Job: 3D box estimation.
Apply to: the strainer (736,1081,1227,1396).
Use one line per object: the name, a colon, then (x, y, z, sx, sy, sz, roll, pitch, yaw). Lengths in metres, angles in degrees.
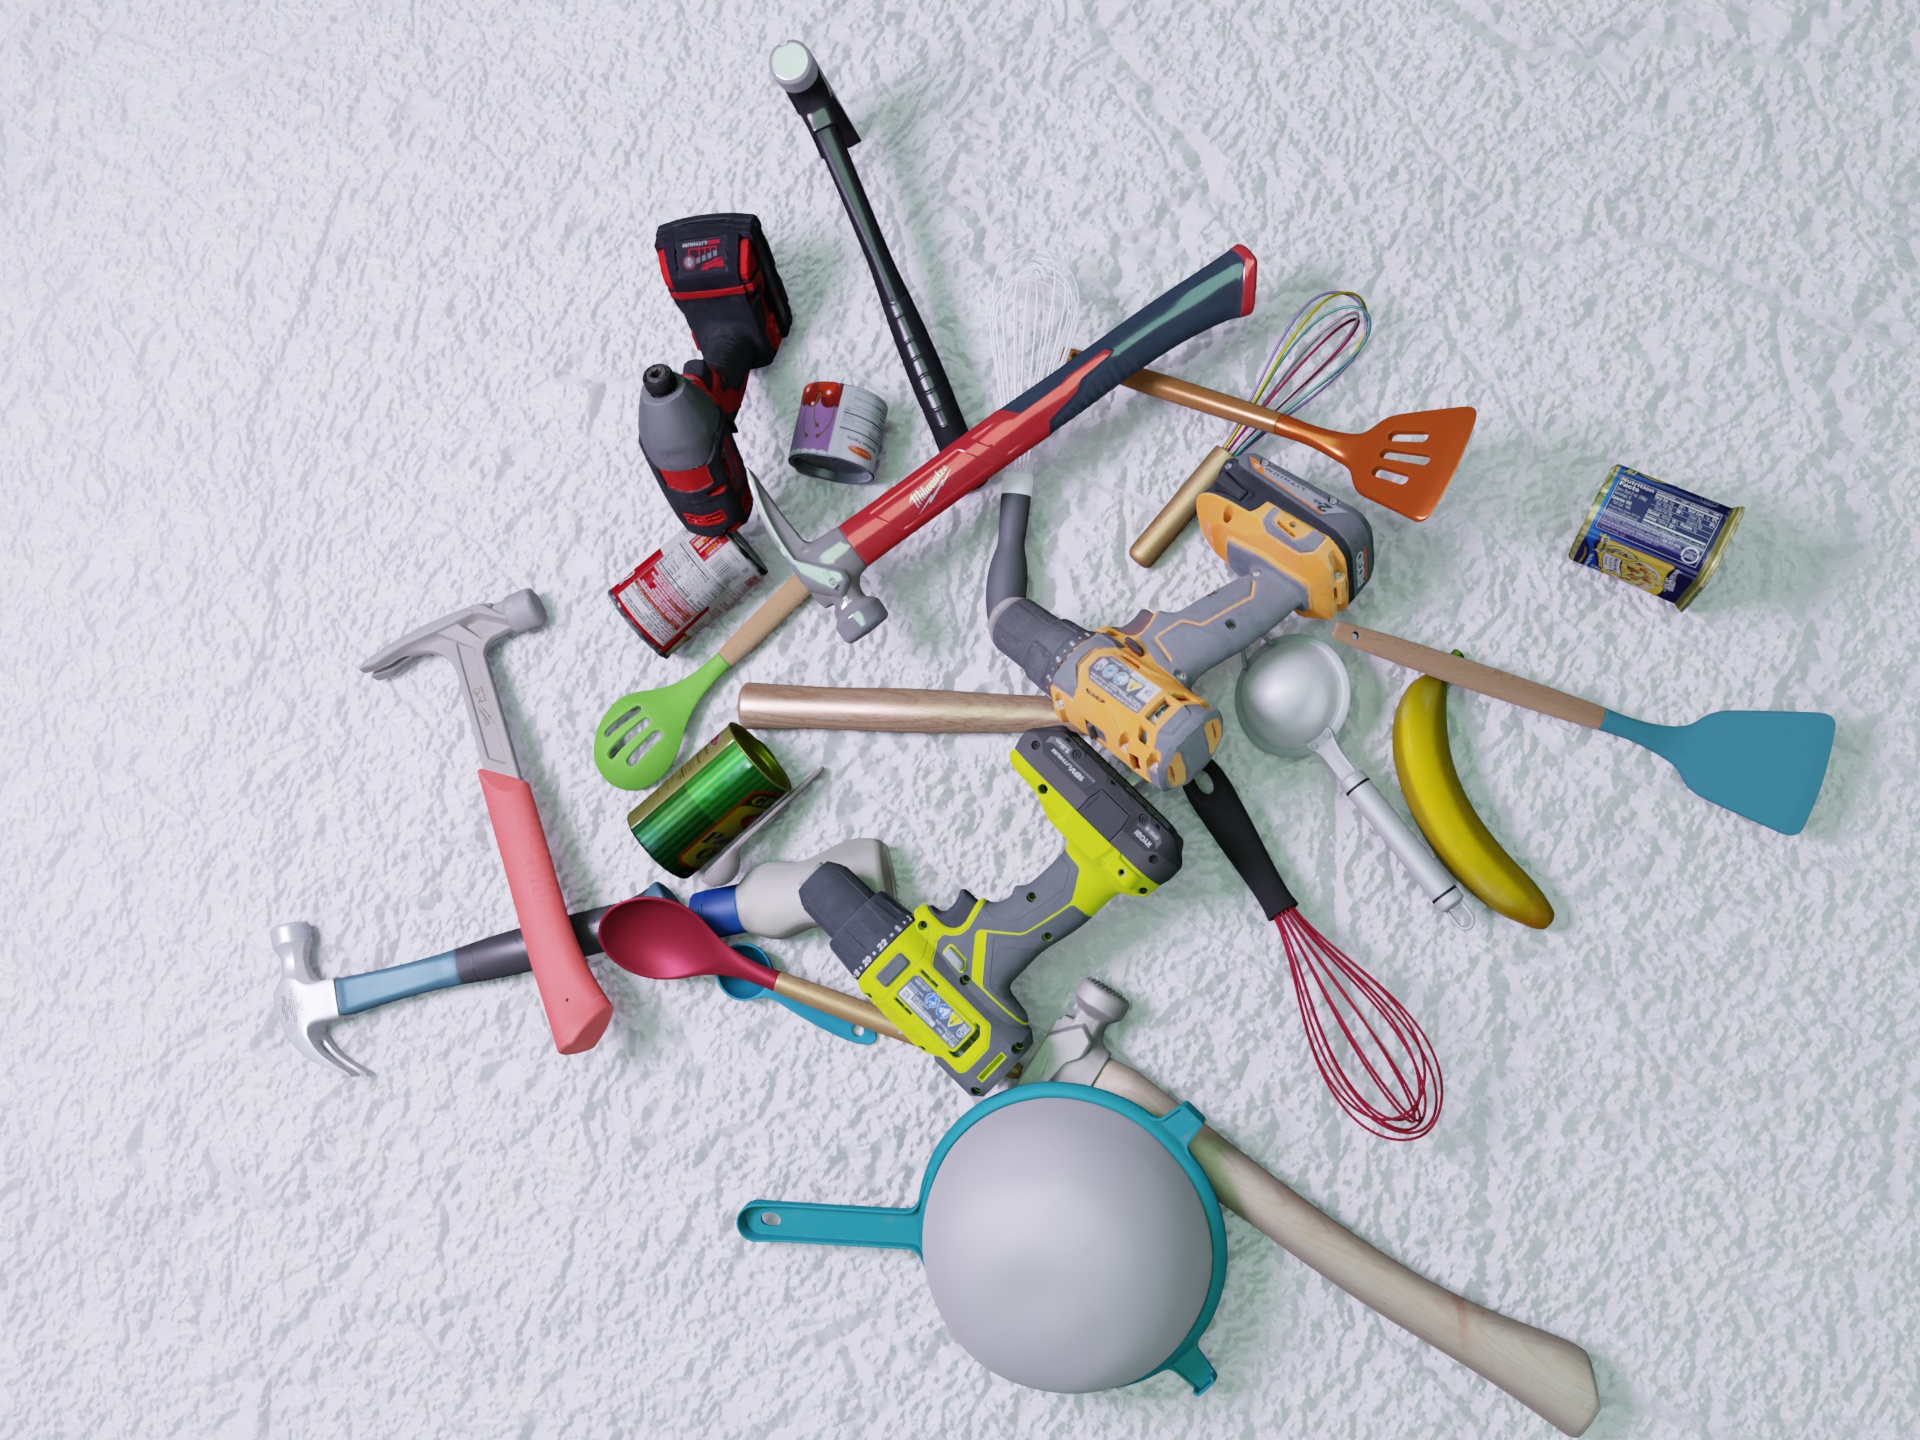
strainer: (-0.001, 0.349, 1.038, 0.340, 0.095, 0.211, -2, 95, 16)

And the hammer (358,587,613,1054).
hammer: (-0.339, 0.079, 1.184, 0.149, 0.036, 0.359, -24, 69, 5)

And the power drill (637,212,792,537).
power drill: (-0.184, -0.257, 1.148, 0.078, 0.143, 0.220, -3, 56, 11)

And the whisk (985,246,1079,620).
whisk: (0.046, -0.204, 1.162, 0.070, 0.070, 0.284, 5, 89, 13)

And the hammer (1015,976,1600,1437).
hammer: (0.217, 0.340, 1.045, 0.411, 0.038, 0.146, 32, 90, 15)

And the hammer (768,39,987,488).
hammer: (-0.053, -0.328, 1.187, 0.035, 0.146, 0.335, -23, 88, 8)

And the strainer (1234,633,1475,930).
strainer: (0.261, 0.035, 1.073, 0.087, 0.050, 0.259, -45, 70, 26)

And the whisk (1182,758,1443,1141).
whisk: (0.228, 0.145, 1.068, 0.073, 0.073, 0.296, -31, 69, 5)

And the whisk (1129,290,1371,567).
whisk: (0.209, -0.205, 1.139, 0.051, 0.047, 0.245, 43, 95, 27)

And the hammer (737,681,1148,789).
hammer: (-0.002, -0.004, 1.153, 0.331, 0.031, 0.130, 1, 80, 13)

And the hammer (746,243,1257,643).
hammer: (0.036, -0.222, 1.117, 0.386, 0.038, 0.143, -36, 92, 2)

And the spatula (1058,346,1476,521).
spatula: (0.197, -0.216, 1.101, 0.323, 0.041, 0.081, 26, 91, 31)

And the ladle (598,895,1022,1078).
ladle: (-0.105, 0.193, 1.125, 0.315, 0.031, 0.069, 20, 115, 6)

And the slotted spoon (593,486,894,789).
slotted spoon: (-0.161, -0.066, 1.200, 0.314, 0.031, 0.070, -43, 75, 1)

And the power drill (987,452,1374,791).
power drill: (0.145, -0.079, 1.079, 0.226, 0.084, 0.185, -44, 57, -13)

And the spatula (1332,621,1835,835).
spatula: (0.402, -0.012, 1.051, 0.317, 0.044, 0.082, 19, 88, 7)

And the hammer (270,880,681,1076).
hammer: (-0.363, 0.180, 1.197, 0.331, 0.033, 0.128, -15, 77, 9)

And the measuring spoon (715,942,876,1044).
measuring spoon: (-0.117, 0.201, 1.153, 0.128, 0.021, 0.042, 26, 93, 6)

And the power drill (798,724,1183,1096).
power drill: (0.019, 0.112, 1.074, 0.190, 0.080, 0.228, 44, 97, 7)

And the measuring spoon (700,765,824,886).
measuring spoon: (-0.139, 0.079, 1.156, 0.124, 0.034, 0.018, -44, 96, -21)
